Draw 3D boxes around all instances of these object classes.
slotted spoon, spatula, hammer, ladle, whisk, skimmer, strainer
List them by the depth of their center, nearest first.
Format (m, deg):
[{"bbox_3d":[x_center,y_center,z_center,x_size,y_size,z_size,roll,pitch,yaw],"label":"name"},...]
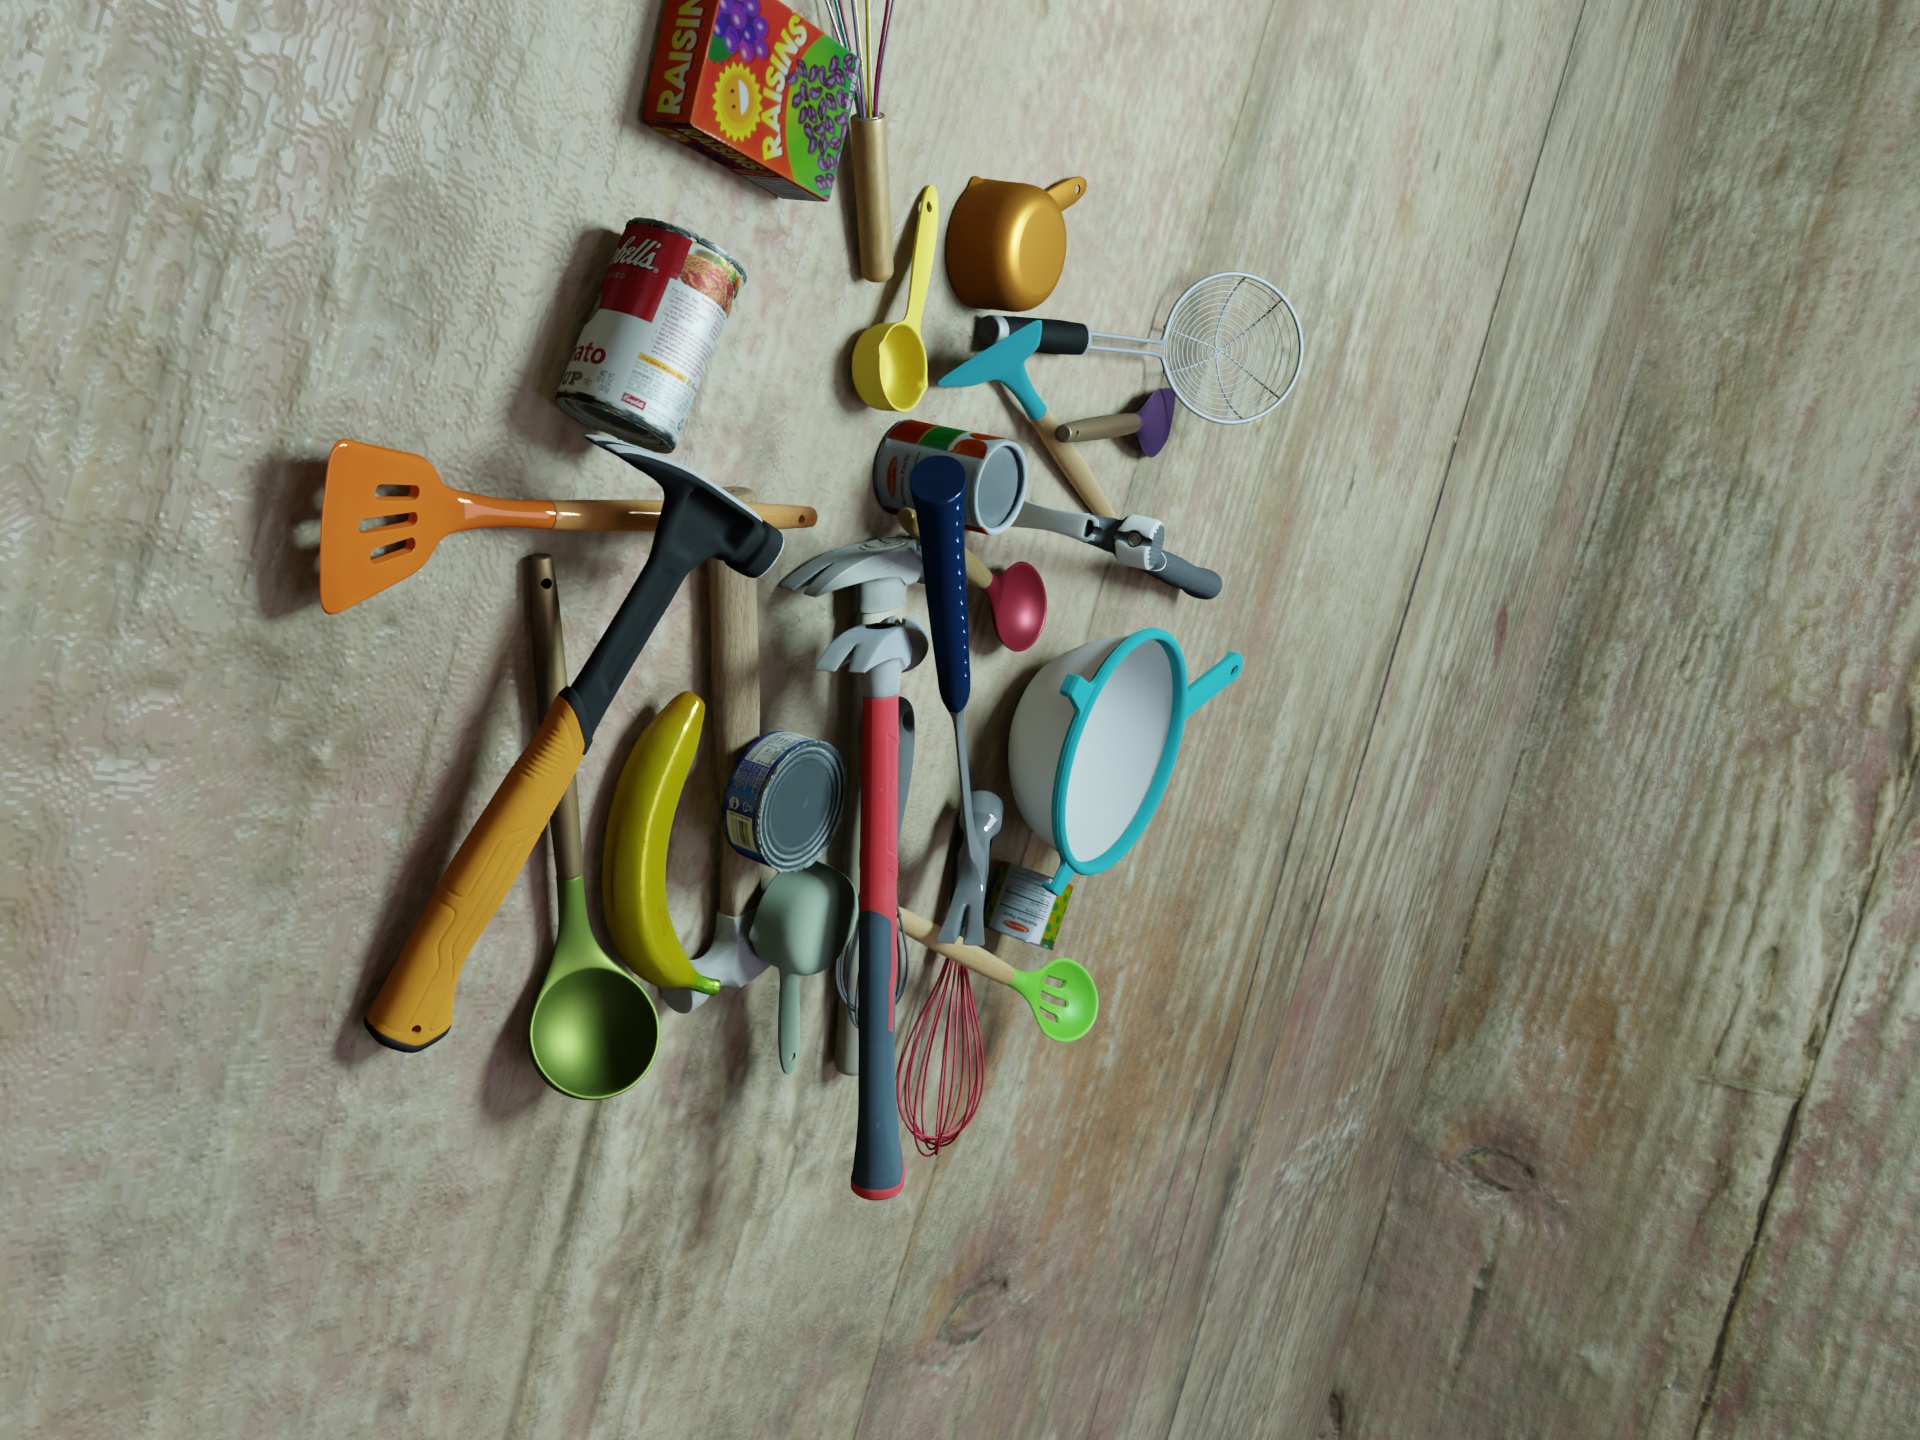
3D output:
[{"bbox_3d":[-0.218,0.019,0.825,0.127,0.034,0.337,31,88,-50],"label":"hammer"},{"bbox_3d":[-0.191,-0.105,0.836,0.322,0.041,0.081,-8,114,-48],"label":"spatula"},{"bbox_3d":[-0.215,0.066,0.887,0.078,0.062,0.320,-14,114,-33],"label":"ladle"},{"bbox_3d":[-0.056,-0.382,0.942,0.051,0.047,0.244,-31,134,-34],"label":"whisk"},{"bbox_3d":[-0.139,0.016,1.004,0.130,0.031,0.331,-27,126,-50],"label":"hammer"},{"bbox_3d":[-0.057,0.132,1.023,0.143,0.038,0.386,-39,131,-73],"label":"hammer"},{"bbox_3d":[-0.002,-0.003,1.070,0.405,0.035,0.144,85,11,-49],"label":"hammer"},{"bbox_3d":[-0.053,0.101,1.102,0.055,0.055,0.239,-8,108,-56],"label":"whisk"},{"bbox_3d":[0.010,-0.104,1.117,0.315,0.031,0.069,25,75,-72],"label":"ladle"},{"bbox_3d":[-0.073,0.075,1.132,0.146,0.038,0.410,-23,123,-50],"label":"hammer"},{"bbox_3d":[0.070,-0.213,1.210,0.082,0.044,0.317,-30,152,11],"label":"spatula"},{"bbox_3d":[0.152,-0.298,1.248,0.363,0.090,0.127,-13,106,-52],"label":"skimmer"},{"bbox_3d":[0.024,0.193,1.259,0.313,0.031,0.070,36,61,-50],"label":"slotted spoon"},{"bbox_3d":[0.130,-0.234,1.269,0.316,0.018,0.059,-29,129,-65],"label":"spatula"},{"bbox_3d":[-0.005,0.206,1.286,0.073,0.073,0.296,6,92,-58],"label":"whisk"},{"bbox_3d":[0.145,-0.136,1.318,0.408,0.149,0.036,5,101,-67],"label":"hammer"},{"bbox_3d":[0.135,-0.007,1.368,0.340,0.095,0.210,-32,133,-50],"label":"strainer"}]

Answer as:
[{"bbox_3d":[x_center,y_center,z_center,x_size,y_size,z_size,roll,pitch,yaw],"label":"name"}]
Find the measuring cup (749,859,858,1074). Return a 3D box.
[{"bbox_3d":[-0.102,0.173,1.070,0.083,0.038,0.167,-27,128,-51],"label":"measuring cup"}]

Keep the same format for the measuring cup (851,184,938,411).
[{"bbox_3d":[-0.040,-0.276,1.038,0.062,0.029,0.156,27,70,-58],"label":"measuring cup"}]

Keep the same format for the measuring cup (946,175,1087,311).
[{"bbox_3d":[0.060,-0.349,1.123,0.174,0.052,0.095,-42,137,-37],"label":"measuring cup"}]
